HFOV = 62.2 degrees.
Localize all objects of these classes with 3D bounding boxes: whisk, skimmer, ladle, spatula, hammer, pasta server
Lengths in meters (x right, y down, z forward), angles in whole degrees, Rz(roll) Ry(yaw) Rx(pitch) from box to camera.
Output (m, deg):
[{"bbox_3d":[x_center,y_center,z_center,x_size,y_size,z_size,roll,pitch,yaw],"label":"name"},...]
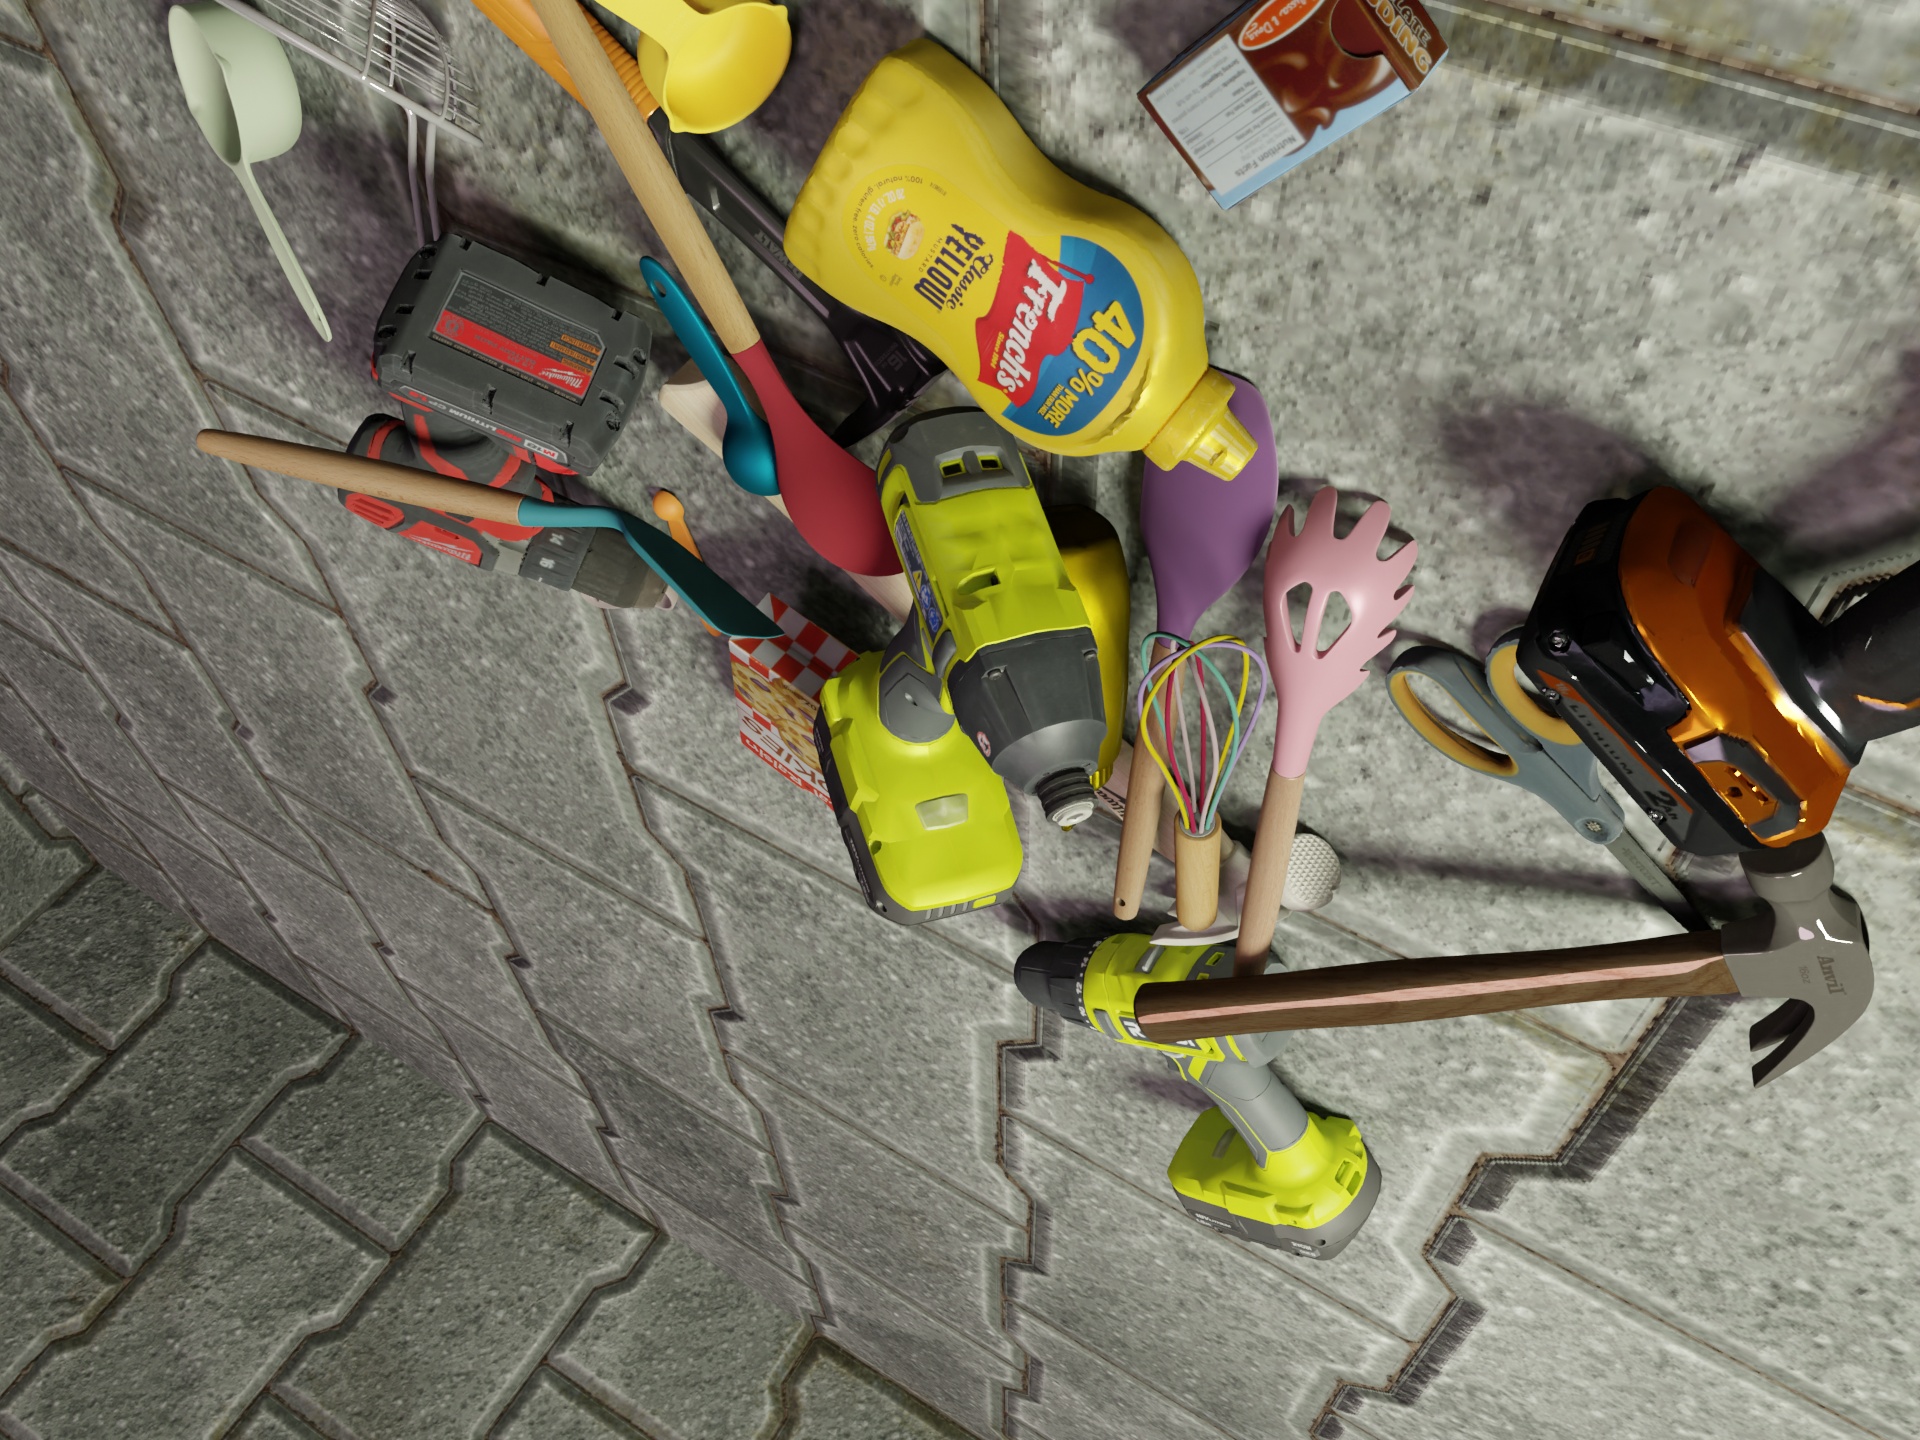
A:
[{"bbox_3d":[0.103,0.036,0.716,0.051,0.047,0.244,23,153,21],"label":"whisk"},{"bbox_3d":[-0.289,-0.224,0.807,0.127,0.090,0.363,30,150,7],"label":"skimmer"},{"bbox_3d":[-0.102,-0.181,0.667,0.069,0.031,0.315,-4,129,38],"label":"ladle"},{"bbox_3d":[-0.238,-0.097,0.775,0.317,0.044,0.082,14,-173,13],"label":"spatula"},{"bbox_3d":[-0.139,-0.254,0.666,0.336,0.034,0.127,44,148,-11],"label":"hammer"},{"bbox_3d":[0.147,0.034,0.718,0.060,0.040,0.316,20,140,19],"label":"pasta server"},{"bbox_3d":[0.229,0.122,0.723,0.331,0.031,0.130,-14,126,36],"label":"hammer"},{"bbox_3d":[0.094,-0.016,0.714,0.060,0.018,0.315,28,138,23],"label":"spatula"},{"bbox_3d":[0.007,-0.031,0.819,0.410,0.038,0.146,42,151,-7],"label":"hammer"}]

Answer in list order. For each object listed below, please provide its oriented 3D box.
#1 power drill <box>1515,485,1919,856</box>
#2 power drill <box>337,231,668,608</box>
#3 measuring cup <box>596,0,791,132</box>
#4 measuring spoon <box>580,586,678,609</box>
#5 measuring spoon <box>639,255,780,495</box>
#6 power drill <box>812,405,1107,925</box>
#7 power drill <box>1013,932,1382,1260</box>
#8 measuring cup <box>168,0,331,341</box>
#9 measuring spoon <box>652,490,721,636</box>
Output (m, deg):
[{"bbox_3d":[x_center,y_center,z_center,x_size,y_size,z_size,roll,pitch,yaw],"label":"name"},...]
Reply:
[{"bbox_3d":[0.282,-0.050,0.461,0.164,0.084,0.226,45,145,-13],"label":"power drill"},{"bbox_3d":[-0.224,-0.135,0.832,0.187,0.080,0.226,23,156,-15],"label":"power drill"},{"bbox_3d":[-0.114,-0.256,0.552,0.029,0.062,0.156,53,-164,18],"label":"measuring cup"},{"bbox_3d":[-0.209,-0.084,0.998,0.034,0.018,0.124,46,156,-26],"label":"measuring spoon"},{"bbox_3d":[-0.115,-0.151,0.723,0.042,0.021,0.128,9,141,42],"label":"measuring spoon"},{"bbox_3d":[-0.001,-0.002,0.689,0.223,0.080,0.171,114,141,-61],"label":"power drill"},{"bbox_3d":[0.145,0.220,0.980,0.191,0.080,0.228,0,131,47],"label":"power drill"},{"bbox_3d":[-0.342,-0.277,0.801,0.083,0.038,0.167,6,122,55],"label":"measuring cup"},{"bbox_3d":[-0.161,-0.089,0.938,0.021,0.011,0.116,21,146,26],"label":"measuring spoon"}]
